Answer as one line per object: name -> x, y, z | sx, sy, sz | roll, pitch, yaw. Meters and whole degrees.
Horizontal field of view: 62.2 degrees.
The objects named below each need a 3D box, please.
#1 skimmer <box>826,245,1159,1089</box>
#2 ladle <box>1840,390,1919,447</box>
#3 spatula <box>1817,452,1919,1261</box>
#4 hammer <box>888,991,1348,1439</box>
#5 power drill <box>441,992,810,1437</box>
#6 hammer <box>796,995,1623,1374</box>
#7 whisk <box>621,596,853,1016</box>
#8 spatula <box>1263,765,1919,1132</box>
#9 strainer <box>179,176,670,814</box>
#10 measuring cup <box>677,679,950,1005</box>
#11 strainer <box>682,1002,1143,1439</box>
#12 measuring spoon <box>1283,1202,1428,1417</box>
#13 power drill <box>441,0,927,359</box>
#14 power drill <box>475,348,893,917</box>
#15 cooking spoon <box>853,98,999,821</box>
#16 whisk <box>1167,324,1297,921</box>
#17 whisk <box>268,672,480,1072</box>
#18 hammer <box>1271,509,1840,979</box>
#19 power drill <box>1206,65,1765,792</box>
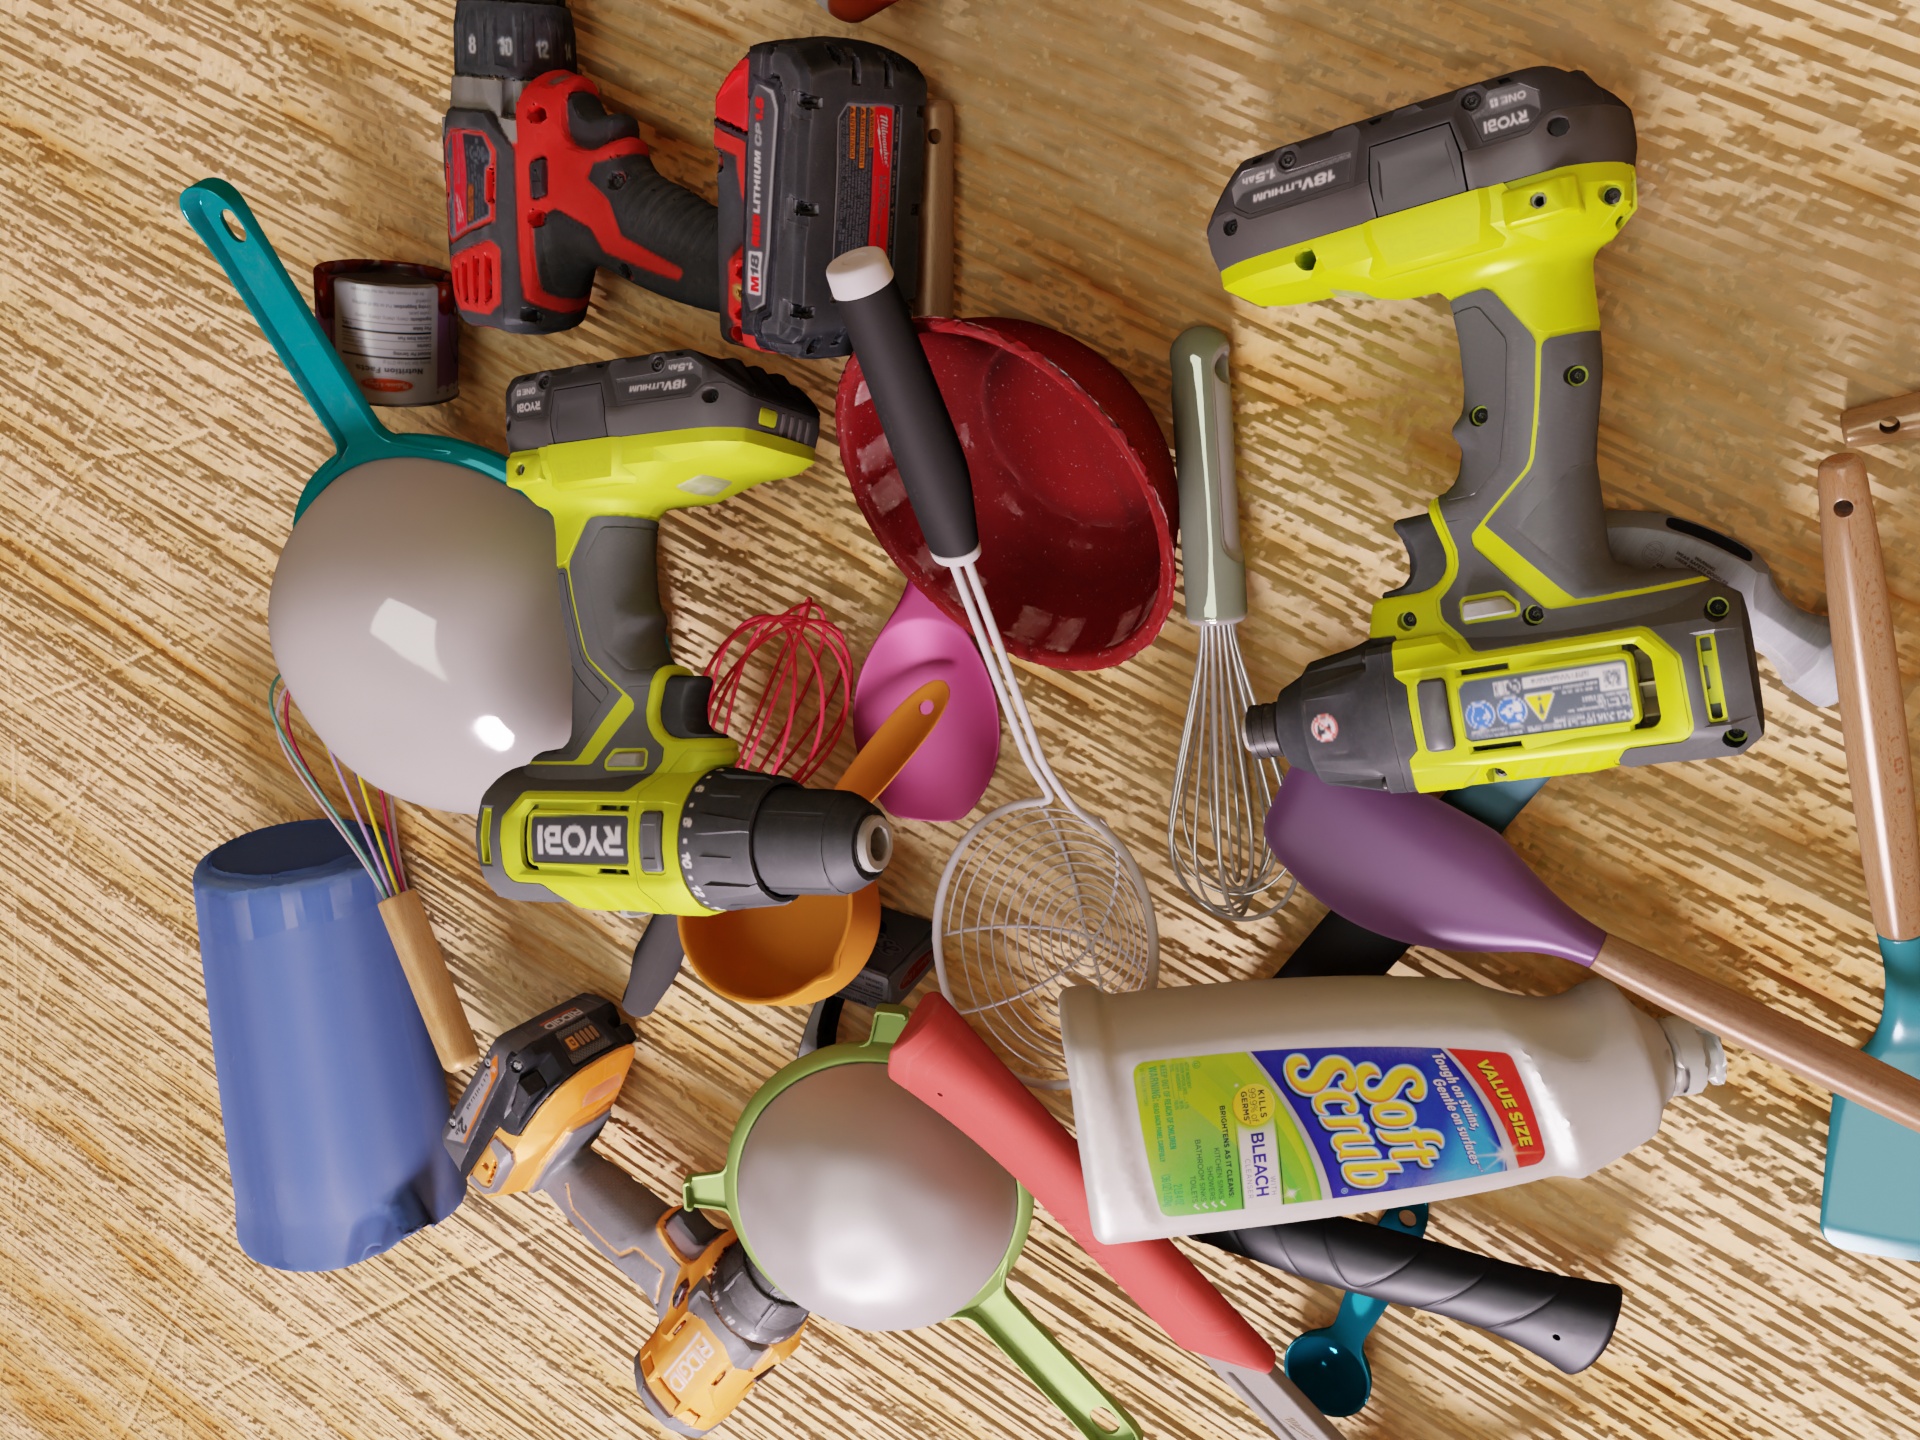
skimmer -> -0.001, -0.002, 0.636 | 0.127, 0.090, 0.362 | 16, 139, 41
ladle -> 0.425, -0.116, 0.442 | 0.320, 0.062, 0.078 | -9, 105, 33
spatula -> 0.325, 0.058, 0.551 | 0.082, 0.044, 0.317 | -6, 118, 34
hammer -> 0.103, 0.255, 0.708 | 0.359, 0.037, 0.149 | 48, 132, -11
power drill -> -0.166, 0.256, 0.864 | 0.226, 0.084, 0.185 | 45, 123, 15
hammer -> 0.093, 0.221, 0.751 | 0.409, 0.036, 0.149 | 9, 112, 27
whisk -> -0.122, 0.055, 0.794 | 0.073, 0.073, 0.295 | 36, 127, 10
spatula -> 0.260, 0.099, 0.590 | 0.316, 0.018, 0.059 | 26, 104, 17
strainer -> -0.277, -0.076, 0.741 | 0.211, 0.095, 0.340 | -7, 125, 26
measuring cup -> -0.054, 0.056, 0.736 | 0.095, 0.052, 0.173 | 39, 90, 23
strainer -> -0.006, 0.269, 0.742 | 0.151, 0.069, 0.256 | -43, 93, 12
measuring spoon -> 0.191, 0.269, 0.743 | 0.042, 0.021, 0.128 | 28, 111, 24
power drill -> -0.128, -0.247, 0.658 | 0.227, 0.080, 0.187 | 17, 114, 30
power drill -> -0.116, -0.031, 0.667 | 0.190, 0.080, 0.228 | -1, 88, 29
cooking spoon -> -0.013, -0.101, 0.695 | 0.069, 0.017, 0.318 | 4, 112, 7
whisk -> 0.105, -0.034, 0.645 | 0.059, 0.058, 0.246 | 3, 106, 32
whisk -> -0.315, 0.075, 0.865 | 0.047, 0.051, 0.245 | -24, 87, 26
hammer -> 0.193, 0.056, 0.643 | 0.128, 0.033, 0.331 | 37, 122, 9
power drill -> 0.165, -0.088, 0.547 | 0.171, 0.080, 0.223 | -9, 94, 30
